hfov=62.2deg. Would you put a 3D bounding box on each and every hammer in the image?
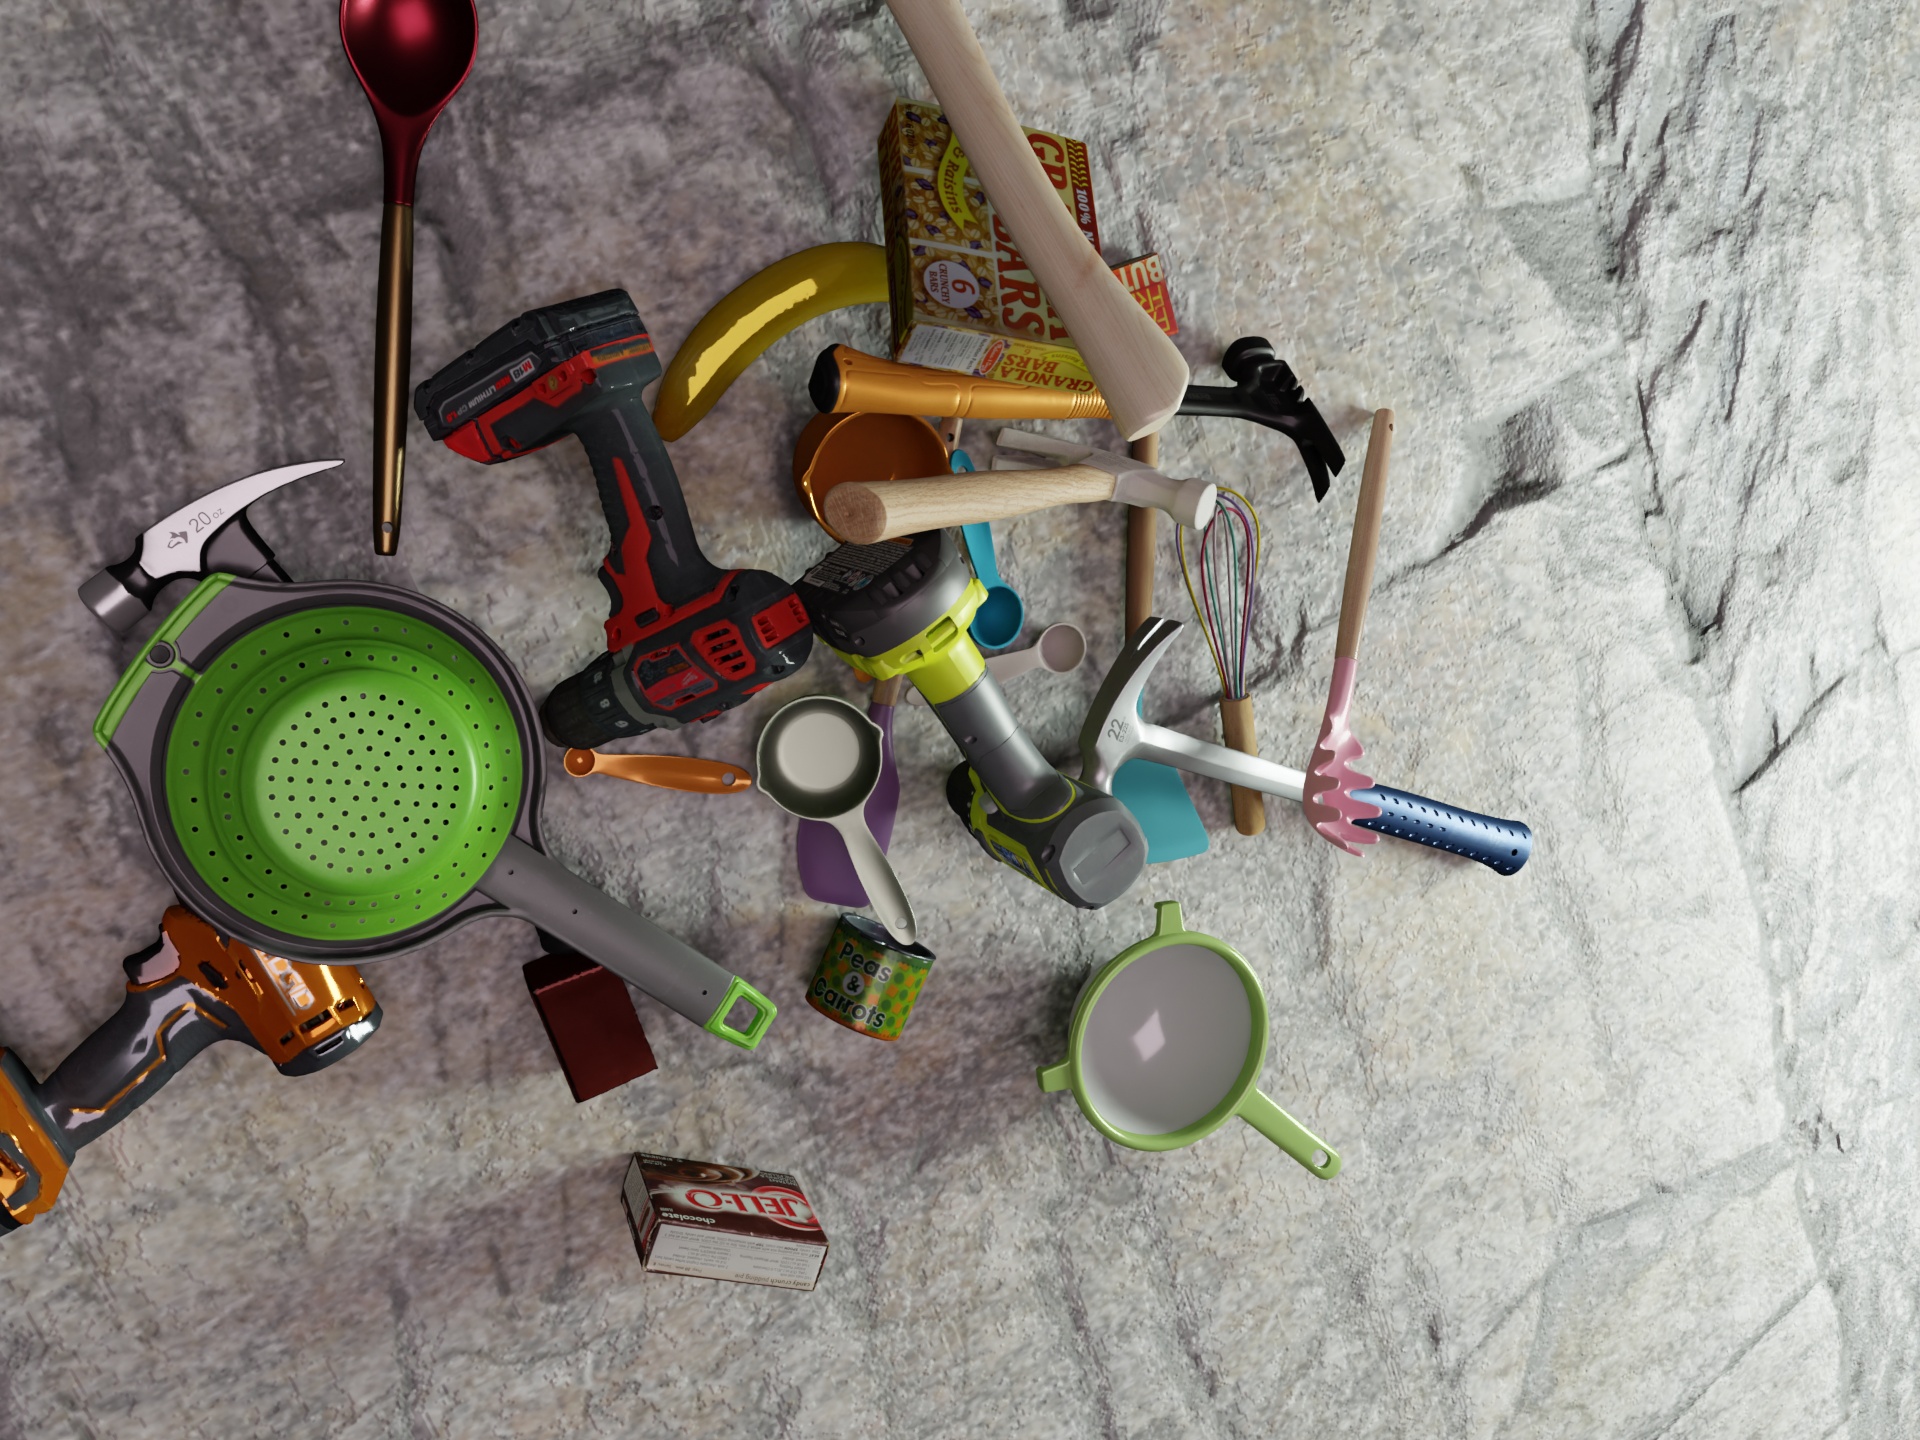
[{"bbox_3d":[-0.001,-0.335,0.870,0.146,0.038,0.411,-27,86,-14],"label":"hammer"},{"bbox_3d":[0.072,-0.187,0.943,0.336,0.127,0.034,-3,142,-27],"label":"hammer"},{"bbox_3d":[-0.308,0.006,0.891,0.146,0.035,0.334,-42,112,-9],"label":"hammer"},{"bbox_3d":[0.026,-0.127,0.880,0.331,0.130,0.031,-21,129,-59],"label":"hammer"},{"bbox_3d":[0.249,0.044,1.084,0.405,0.035,0.144,15,93,-31],"label":"hammer"}]

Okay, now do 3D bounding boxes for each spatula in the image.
[{"bbox_3d":[-0.045,-0.036,0.995,0.059,0.018,0.316,13,95,-15],"label":"spatula"},{"bbox_3d":[0.124,-0.066,1.042,0.082,0.044,0.317,-4,100,-29],"label":"spatula"}]

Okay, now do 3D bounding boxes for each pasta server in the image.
[{"bbox_3d":[0.265,-0.065,1.050,0.060,0.040,0.316,29,67,-44],"label":"pasta server"}]

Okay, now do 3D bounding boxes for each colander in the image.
[{"bbox_3d":[-0.247,0.074,0.840,0.396,0.094,0.204,37,76,-22],"label":"colander"}]

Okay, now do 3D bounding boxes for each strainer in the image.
[{"bbox_3d":[0.166,0.240,1.101,0.256,0.069,0.151,40,82,-23],"label":"strainer"}]

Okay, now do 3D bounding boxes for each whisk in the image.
[{"bbox_3d":[0.187,-0.037,1.074,0.047,0.051,0.245,-17,109,-23],"label":"whisk"}]

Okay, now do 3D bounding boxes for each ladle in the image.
[{"bbox_3d":[-0.296,-0.245,0.838,0.069,0.031,0.315,2,93,-21],"label":"ladle"}]

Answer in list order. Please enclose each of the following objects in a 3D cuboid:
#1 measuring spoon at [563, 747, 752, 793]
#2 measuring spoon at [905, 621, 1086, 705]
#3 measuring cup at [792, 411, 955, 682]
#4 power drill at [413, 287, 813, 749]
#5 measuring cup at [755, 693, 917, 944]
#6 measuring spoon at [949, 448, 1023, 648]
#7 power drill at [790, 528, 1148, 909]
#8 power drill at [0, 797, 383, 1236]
[{"bbox_3d":[-0.182,0.030,0.960,0.116,0.011,0.021,8,97,-26],"label":"measuring spoon"},{"bbox_3d":[0.021,-0.034,1.027,0.124,0.018,0.034,-18,108,-10],"label":"measuring spoon"},{"bbox_3d":[-0.060,-0.111,0.963,0.095,0.052,0.173,-5,117,-22],"label":"measuring cup"},{"bbox_3d":[-0.199,-0.095,0.864,0.226,0.188,0.080,63,34,-9],"label":"power drill"},{"bbox_3d":[-0.067,0.061,0.979,0.083,0.038,0.167,-25,100,0],"label":"measuring cup"},{"bbox_3d":[0.008,-0.107,0.999,0.042,0.021,0.128,-22,108,-28],"label":"measuring spoon"},{"bbox_3d":[-0.001,-0.003,0.921,0.080,0.191,0.228,-40,113,-12],"label":"power drill"},{"bbox_3d":[-0.449,0.152,0.841,0.226,0.084,0.164,-30,109,-18],"label":"power drill"}]
